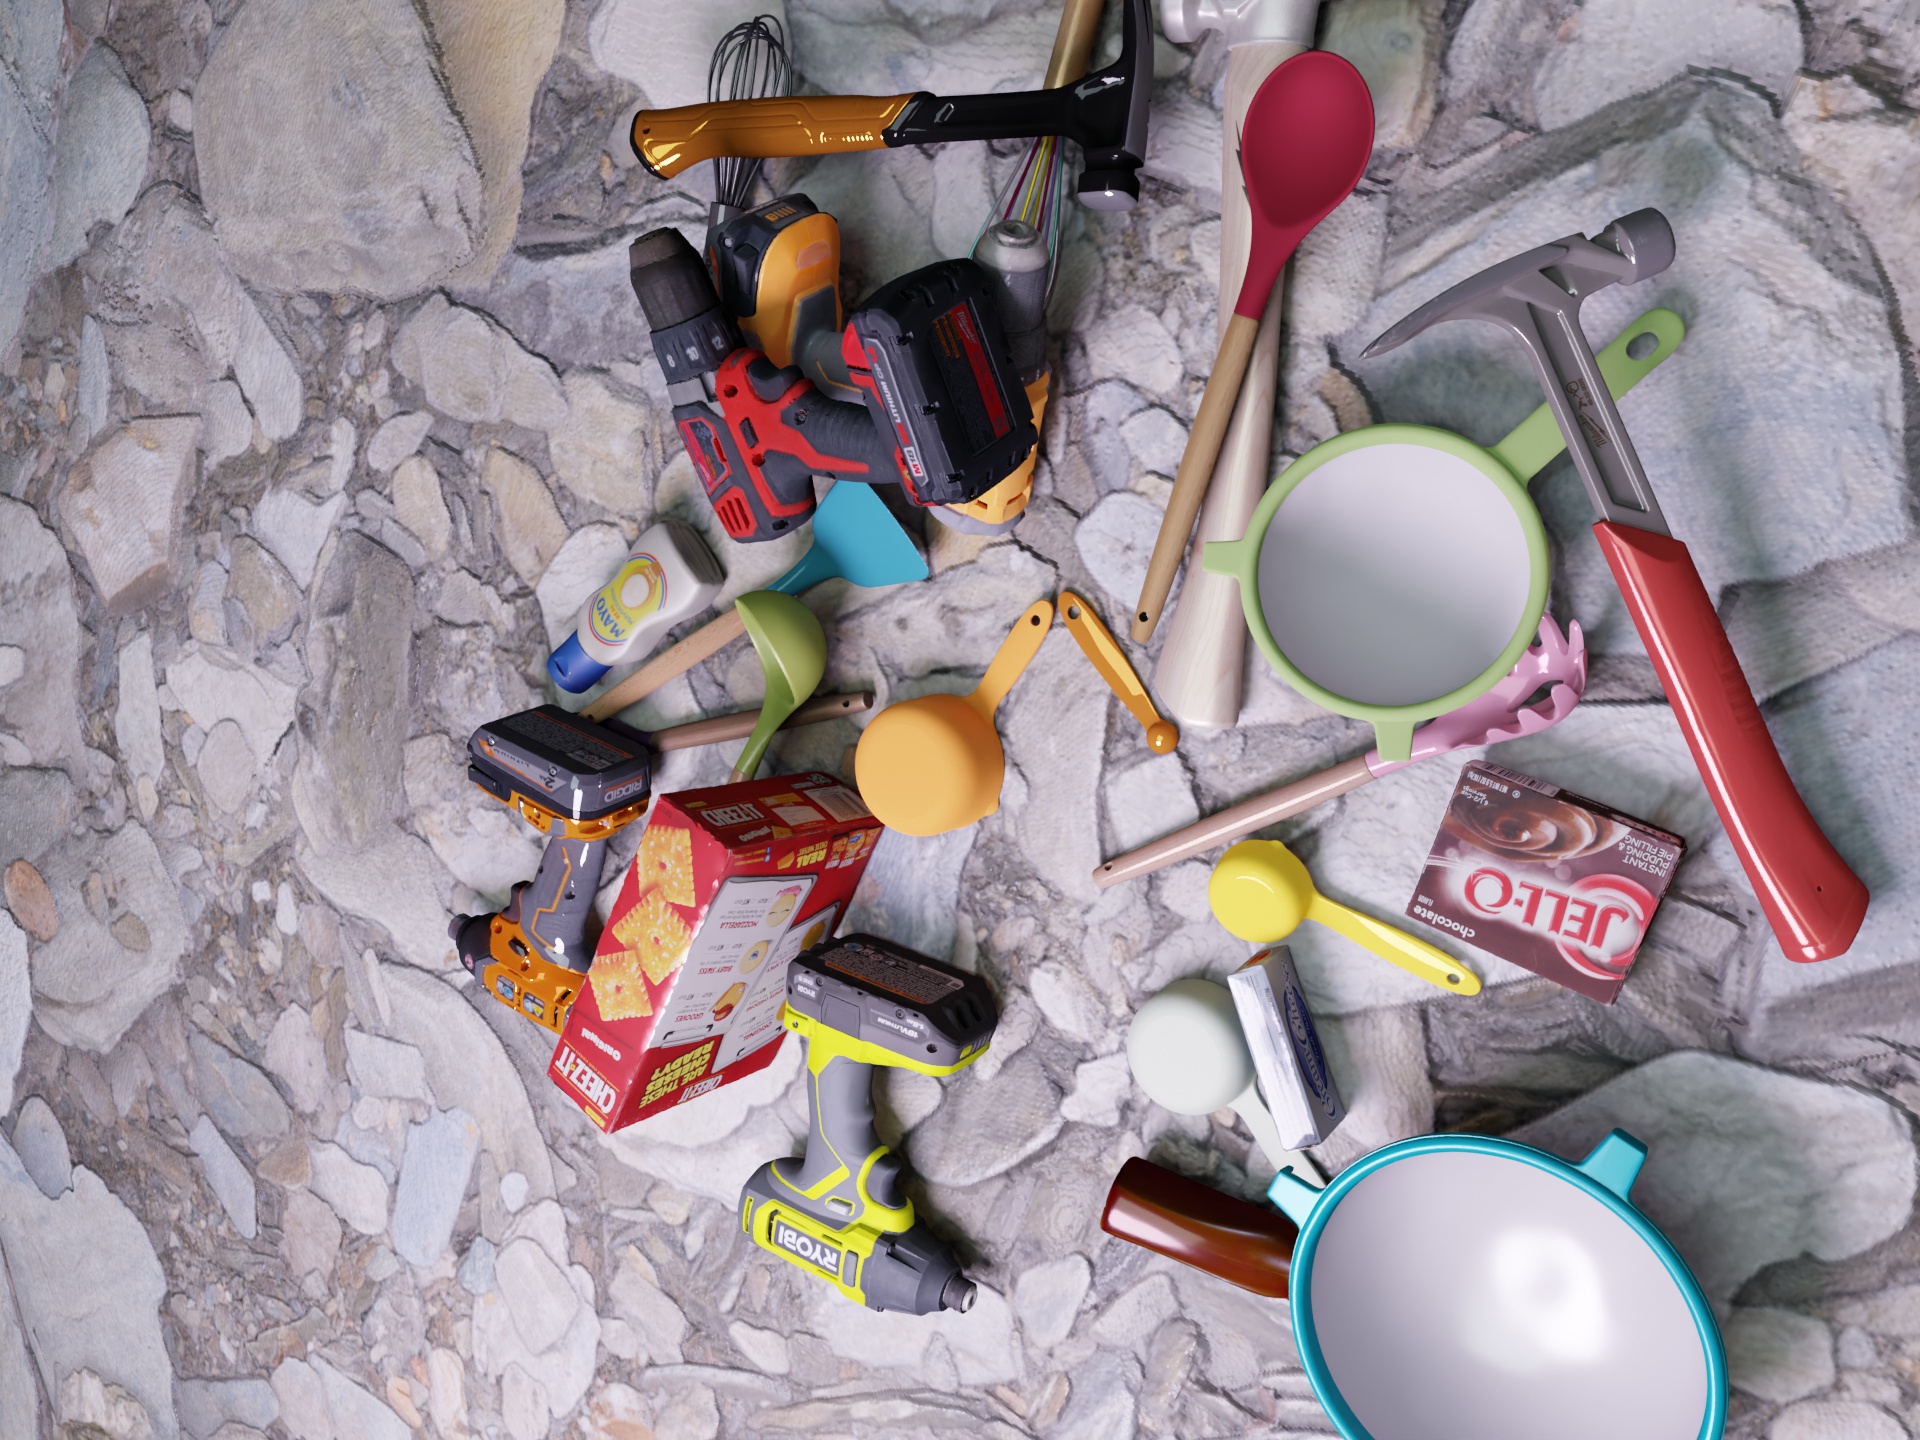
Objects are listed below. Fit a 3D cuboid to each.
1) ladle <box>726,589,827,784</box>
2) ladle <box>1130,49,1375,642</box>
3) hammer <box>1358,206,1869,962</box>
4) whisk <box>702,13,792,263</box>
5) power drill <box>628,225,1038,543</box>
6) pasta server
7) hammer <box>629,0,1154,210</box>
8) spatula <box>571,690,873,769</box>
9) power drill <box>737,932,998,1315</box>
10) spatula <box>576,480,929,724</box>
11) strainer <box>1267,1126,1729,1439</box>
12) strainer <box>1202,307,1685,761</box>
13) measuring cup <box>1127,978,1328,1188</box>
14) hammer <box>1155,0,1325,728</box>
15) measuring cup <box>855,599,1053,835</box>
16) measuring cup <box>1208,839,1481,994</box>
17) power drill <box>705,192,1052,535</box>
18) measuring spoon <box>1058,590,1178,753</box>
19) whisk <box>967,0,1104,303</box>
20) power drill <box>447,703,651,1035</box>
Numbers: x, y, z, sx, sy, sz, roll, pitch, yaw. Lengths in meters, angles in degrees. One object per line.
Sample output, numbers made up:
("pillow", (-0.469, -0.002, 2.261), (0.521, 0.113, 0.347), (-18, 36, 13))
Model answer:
("ladle", (-0.162, 0.053, 1.057), (0.078, 0.062, 0.320), (51, 128, 39))
("ladle", (0.144, -0.188, 0.844), (0.069, 0.031, 0.315), (25, 109, 23))
("hammer", (0.326, -0.050, 0.751), (0.149, 0.037, 0.359), (-24, 91, 1))
("whisk", (-0.148, -0.331, 1.030), (0.055, 0.055, 0.239), (22, 110, 26))
("power drill", (-0.084, -0.195, 0.880), (0.227, 0.080, 0.187), (1, 121, 43))
("pasta server", (0.197, 0.030, 0.872), (0.316, 0.060, 0.040), (-27, 127, 32))
("hammer", (-0.050, -0.356, 0.924), (0.337, 0.034, 0.127), (6, 92, 26))
("spatula", (-0.192, 0.009, 1.107), (0.316, 0.018, 0.060), (-10, 86, 31))
("power drill", (-0.053, 0.266, 1.025), (0.171, 0.080, 0.223), (17, 107, 28))
("spatula", (-0.154, -0.063, 1.059), (0.317, 0.044, 0.082), (-30, 105, 29))
("strainer", (0.303, 0.363, 0.817), (0.211, 0.095, 0.340), (-18, 88, 33))
("strainer", (0.261, -0.108, 0.814), (0.256, 0.069, 0.151), (-43, 76, 8))
("measuring cup", (0.159, 0.227, 0.914), (0.083, 0.038, 0.168), (-45, 71, 26))
("hammer", (0.165, -0.198, 0.867), (0.146, 0.038, 0.410), (9, 100, 28))
("measuring cup", (-0.002, -0.003, 0.974), (0.095, 0.052, 0.173), (43, 116, 19))
("measuring cup", (0.208, 0.118, 0.874), (0.157, 0.029, 0.062), (25, 126, 22))
("power drill", (-0.044, -0.231, 0.928), (0.226, 0.084, 0.185), (33, 138, 22))
("measuring spoon", (0.091, -0.029, 0.942), (0.021, 0.011, 0.117), (-40, 76, 27))
("whisk", (0.050, -0.338, 0.917), (0.051, 0.047, 0.245), (18, 100, 17))
("power drill", (-0.303, 0.109, 1.140), (0.164, 0.084, 0.226), (22, 115, 26))
